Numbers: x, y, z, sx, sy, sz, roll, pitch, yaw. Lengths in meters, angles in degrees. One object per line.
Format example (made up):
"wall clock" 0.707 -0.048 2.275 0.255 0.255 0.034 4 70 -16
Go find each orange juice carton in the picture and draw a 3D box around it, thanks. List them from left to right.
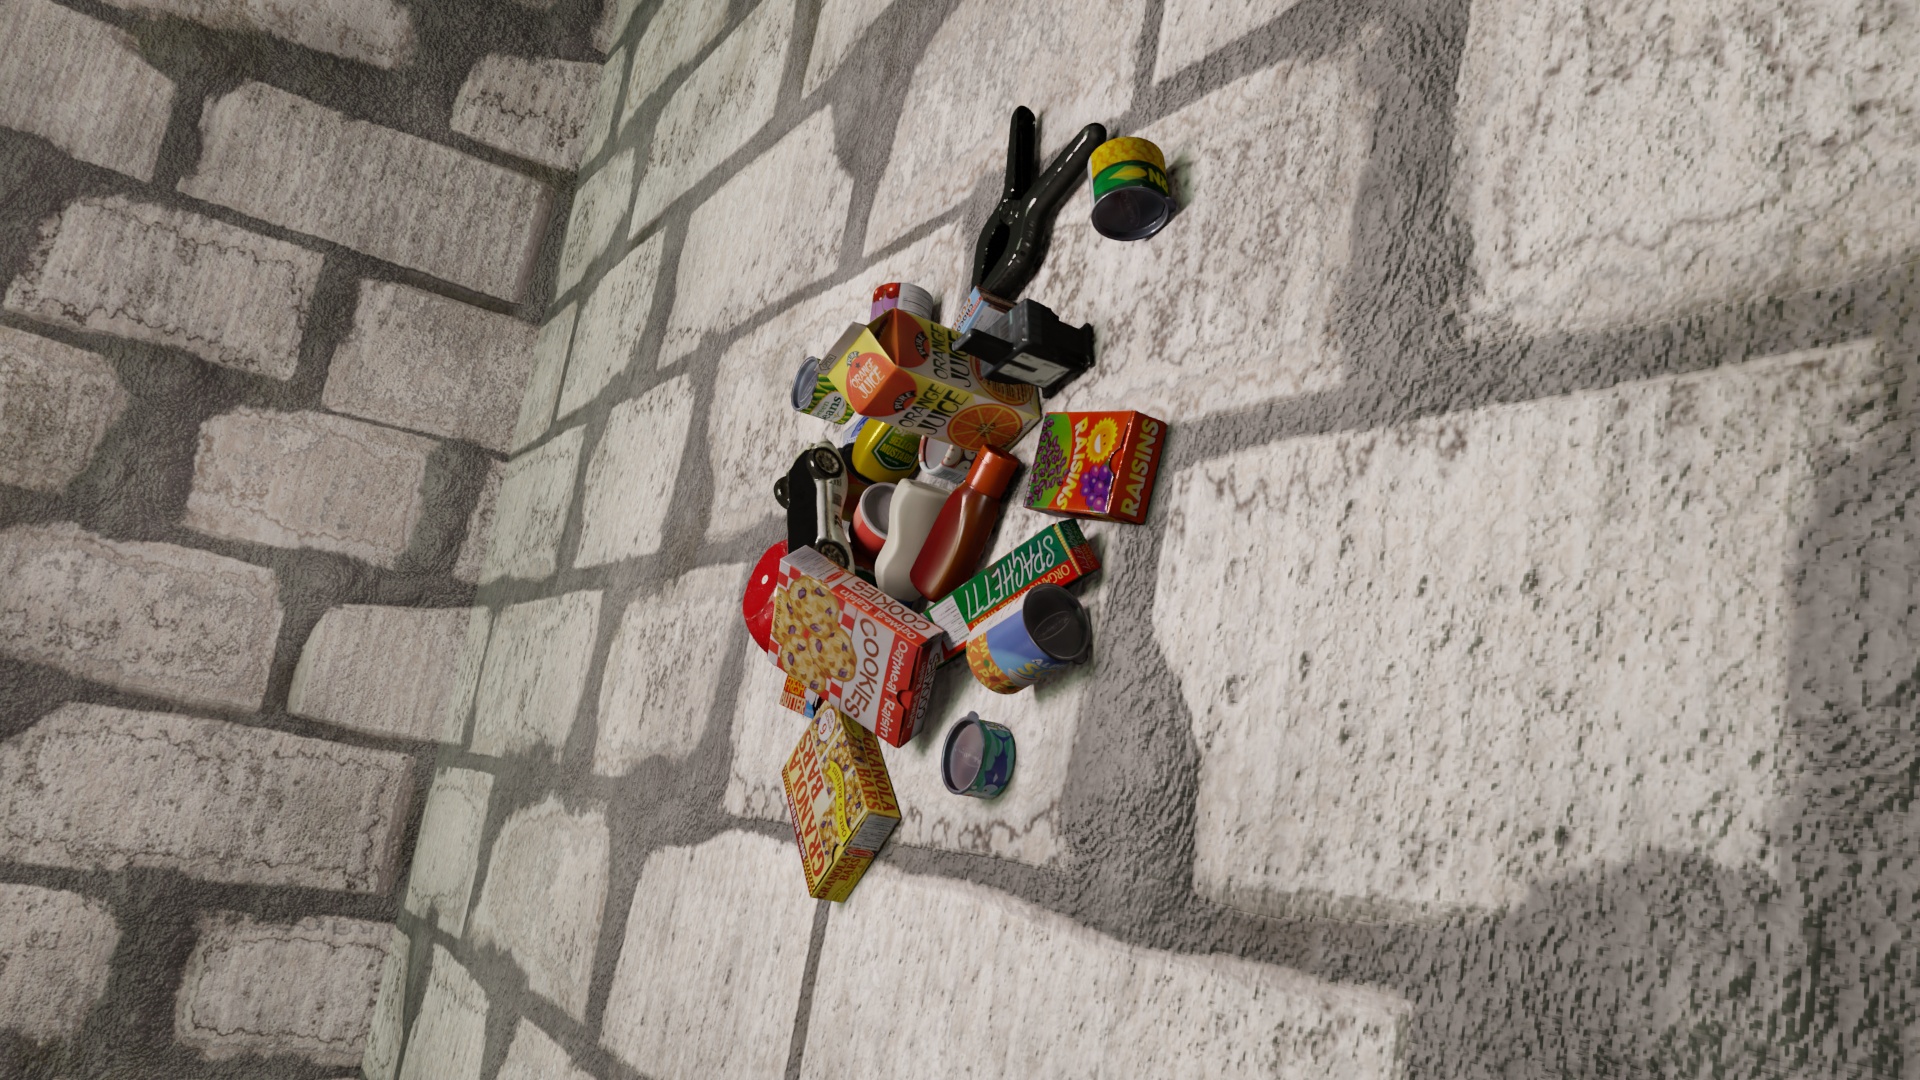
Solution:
"orange juice carton" -0.029 -0.144 1.242 0.071 0.193 0.073 -44 40 43

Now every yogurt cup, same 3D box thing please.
"yogurt cup" -0.078 -0.016 1.392 0.053 0.072 0.073 131 143 -49

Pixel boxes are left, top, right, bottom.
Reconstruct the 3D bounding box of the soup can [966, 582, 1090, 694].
"soup can" 0.055 0.083 1.116 0.083 0.071 0.071 -38 45 47

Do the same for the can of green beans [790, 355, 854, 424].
"can of green beans" -0.155 -0.173 1.605 0.071 0.058 0.071 -34 48 48

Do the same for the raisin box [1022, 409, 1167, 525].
"raisin box" 0.107 -0.061 1.125 0.123 0.040 0.086 8 82 59

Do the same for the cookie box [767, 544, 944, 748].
"cookie box" -0.100 0.098 1.275 0.168 0.040 0.122 30 127 25

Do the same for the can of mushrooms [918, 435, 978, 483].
"can of mushrooms" -0.010 -0.094 1.345 0.070 0.033 0.071 -35 47 49

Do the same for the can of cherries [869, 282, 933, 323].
"can of cherries" -0.066 -0.232 1.474 0.071 0.071 0.058 -24 56 53

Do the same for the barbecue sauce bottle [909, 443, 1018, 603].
"barbecue sauce bottle" 0.005 -0.016 1.272 0.148 0.044 0.065 -63 32 16

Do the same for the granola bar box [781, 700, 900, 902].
"granola bar box" -0.121 0.247 1.355 0.123 0.039 0.166 -58 33 26

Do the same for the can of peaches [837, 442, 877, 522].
"can of peaches" -0.112 -0.062 1.463 0.057 0.071 0.071 -52 36 35

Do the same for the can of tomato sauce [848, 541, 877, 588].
"can of tomato sauce" -0.118 0.051 1.417 0.071 0.071 0.083 -35 47 48

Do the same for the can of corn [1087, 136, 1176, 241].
"can of corn" 0.142 -0.294 1.158 0.071 0.071 0.058 -37 46 47

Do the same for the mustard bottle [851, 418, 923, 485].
"mustard bottle" -0.048 -0.129 1.399 0.159 0.065 0.049 -55 30 22

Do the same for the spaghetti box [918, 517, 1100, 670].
"spaghetti box" 0.027 0.053 1.195 0.249 0.029 0.050 -36 77 47

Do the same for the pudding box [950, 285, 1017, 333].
"pudding box" 0.017 -0.197 1.335 0.083 0.050 0.030 -57 32 27

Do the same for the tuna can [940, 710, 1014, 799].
"tuna can" 0.015 0.180 1.165 0.070 0.033 0.071 -34 48 48

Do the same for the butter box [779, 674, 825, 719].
"butter box" -0.157 0.160 1.474 0.103 0.024 0.053 6 81 60

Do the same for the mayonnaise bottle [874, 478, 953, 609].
"mayonnaise bottle" -0.051 0.018 1.332 0.041 0.065 0.147 -133 60 -65

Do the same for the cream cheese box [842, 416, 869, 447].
"cream cheese box" -0.094 -0.114 1.506 0.103 0.024 0.053 -34 49 49
